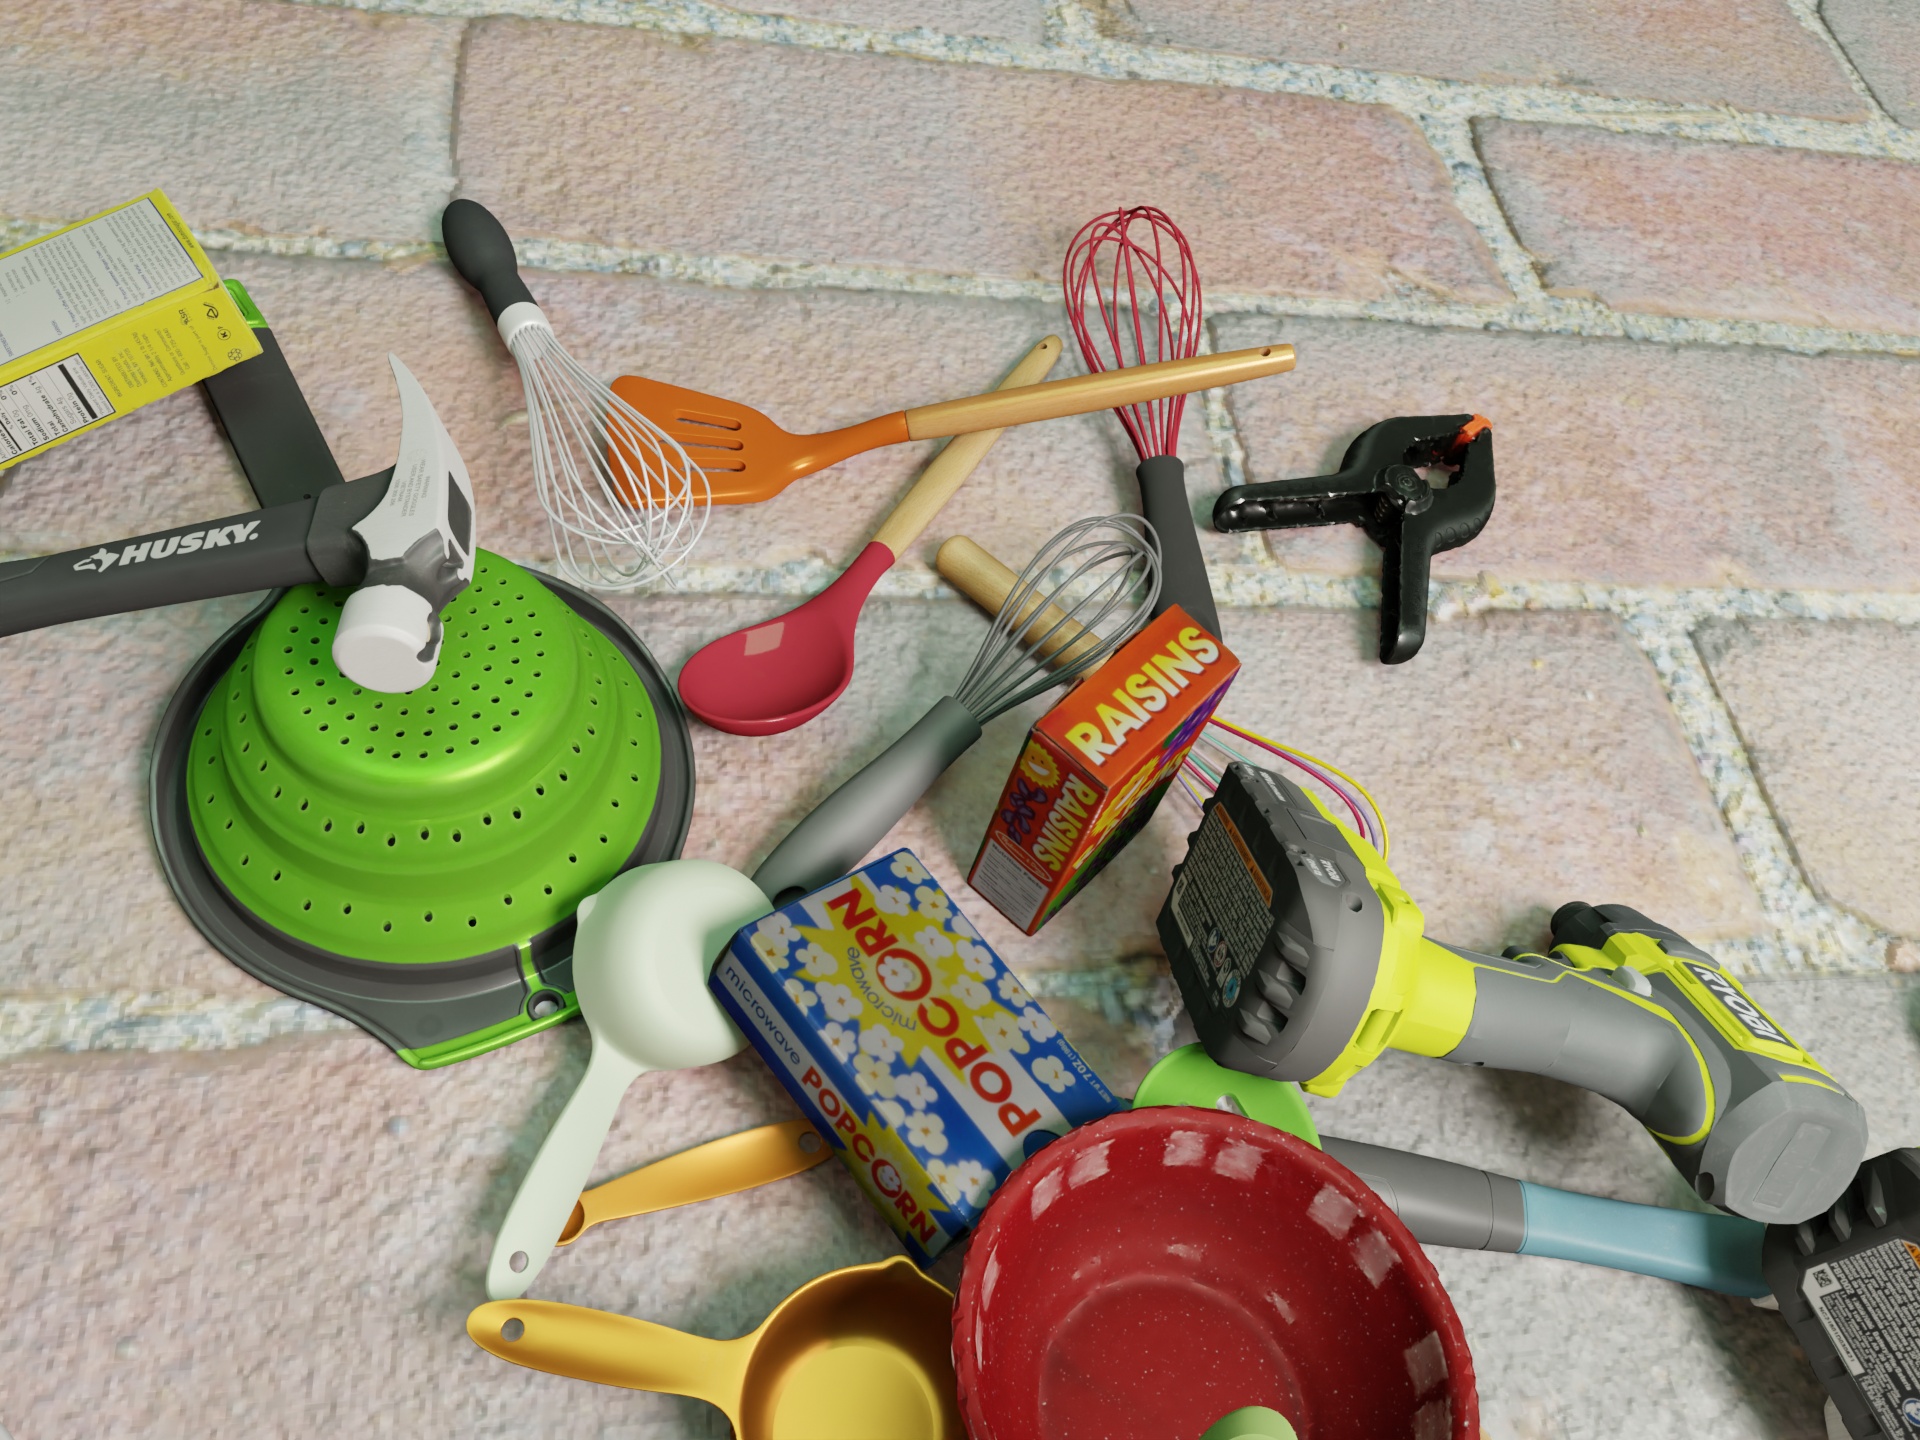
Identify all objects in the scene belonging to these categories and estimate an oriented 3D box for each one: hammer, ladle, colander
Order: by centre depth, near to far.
[{"bbox_3d":[-0.334,-0.048,0.567,0.335,0.035,0.146,-10,49,6],"label":"hammer"},{"bbox_3d":[0.198,0.188,0.606,0.331,0.033,0.128,12,57,-5],"label":"hammer"},{"bbox_3d":[-0.242,-0.063,0.629,0.204,0.094,0.397,-22,65,-25],"label":"colander"},{"bbox_3d":[-0.025,-0.095,0.741,0.069,0.031,0.315,19,51,21],"label":"ladle"}]

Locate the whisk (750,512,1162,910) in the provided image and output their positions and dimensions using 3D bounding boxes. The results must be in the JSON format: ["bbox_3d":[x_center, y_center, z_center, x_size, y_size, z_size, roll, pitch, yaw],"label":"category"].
[{"bbox_3d":[-0.001,-0.002,0.654,0.055,0.055,0.239,42,73,14],"label":"whisk"}]

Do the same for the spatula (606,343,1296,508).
[{"bbox_3d":[-0.002,-0.148,0.746,0.322,0.041,0.081,-10,59,1],"label":"spatula"}]

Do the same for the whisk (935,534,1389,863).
[{"bbox_3d":[0.086,-0.009,0.703,0.245,0.047,0.051,39,40,18],"label":"whisk"}]

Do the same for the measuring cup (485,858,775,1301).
[{"bbox_3d":[-0.113,0.122,0.551,0.083,0.038,0.168,43,52,-26],"label":"measuring cup"}]

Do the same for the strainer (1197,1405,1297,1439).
[{"bbox_3d":[-0.010,0.244,0.419,0.151,0.256,0.069,40,16,-11],"label":"strainer"}]

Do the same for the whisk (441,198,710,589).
[{"bbox_3d":[-0.187,-0.157,0.718,0.070,0.070,0.285,-18,53,-23],"label":"whisk"}]

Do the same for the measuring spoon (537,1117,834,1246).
[{"bbox_3d":[-0.095,0.164,0.569,0.117,0.011,0.021,-11,58,-24],"label":"measuring spoon"}]

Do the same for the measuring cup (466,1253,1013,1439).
[{"bbox_3d":[-0.072,0.217,0.514,0.173,0.052,0.095,13,56,-2],"label":"measuring cup"}]

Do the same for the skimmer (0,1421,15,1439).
[{"bbox_3d":[-0.186,0.256,0.438,0.363,0.090,0.127,10,89,-10],"label":"skimmer"}]

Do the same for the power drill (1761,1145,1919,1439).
[{"bbox_3d":[0.410,0.200,0.600,0.228,0.080,0.191,-4,58,-35],"label":"power drill"}]

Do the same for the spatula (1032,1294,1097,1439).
[{"bbox_3d":[0.033,0.215,0.527,0.060,0.018,0.316,-15,50,-5],"label":"spatula"}]

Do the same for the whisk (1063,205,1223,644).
[{"bbox_3d":[0.096,-0.140,0.783,0.073,0.073,0.296,1,64,-12],"label":"whisk"}]

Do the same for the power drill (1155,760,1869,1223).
[{"bbox_3d":[0.195,0.095,0.597,0.223,0.080,0.171,18,19,-12],"label":"power drill"}]

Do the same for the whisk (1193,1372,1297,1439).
[{"bbox_3d":[0.046,0.310,0.489,0.059,0.057,0.246,11,51,37],"label":"whisk"}]

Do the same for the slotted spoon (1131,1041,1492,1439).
[{"bbox_3d":[0.165,0.243,0.544,0.070,0.031,0.314,-36,80,-18],"label":"slotted spoon"}]
